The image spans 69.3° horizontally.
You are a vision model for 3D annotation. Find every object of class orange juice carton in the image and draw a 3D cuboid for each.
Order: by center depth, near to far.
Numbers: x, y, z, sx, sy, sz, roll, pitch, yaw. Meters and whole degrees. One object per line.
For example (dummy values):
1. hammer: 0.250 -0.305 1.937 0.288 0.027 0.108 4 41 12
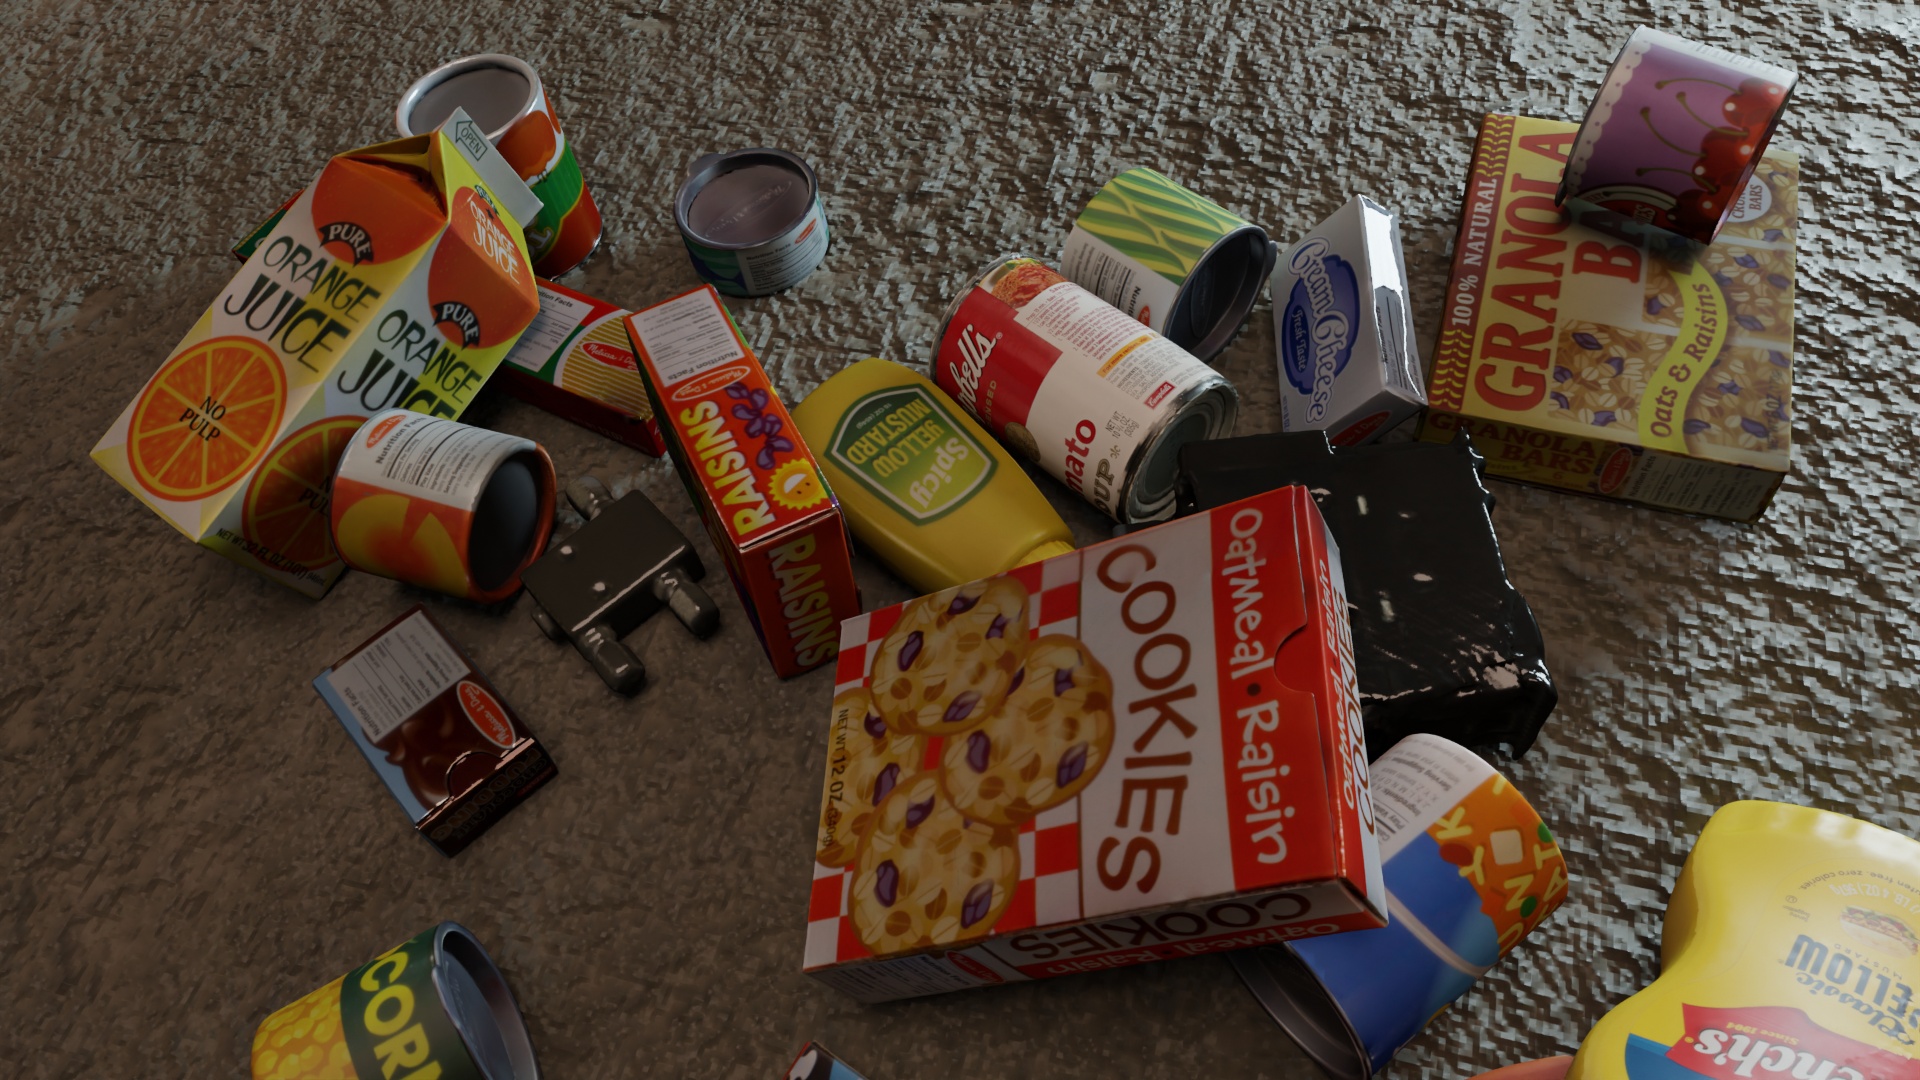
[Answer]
1. orange juice carton: -0.243 -0.081 0.561 0.073 0.071 0.193 30 79 22

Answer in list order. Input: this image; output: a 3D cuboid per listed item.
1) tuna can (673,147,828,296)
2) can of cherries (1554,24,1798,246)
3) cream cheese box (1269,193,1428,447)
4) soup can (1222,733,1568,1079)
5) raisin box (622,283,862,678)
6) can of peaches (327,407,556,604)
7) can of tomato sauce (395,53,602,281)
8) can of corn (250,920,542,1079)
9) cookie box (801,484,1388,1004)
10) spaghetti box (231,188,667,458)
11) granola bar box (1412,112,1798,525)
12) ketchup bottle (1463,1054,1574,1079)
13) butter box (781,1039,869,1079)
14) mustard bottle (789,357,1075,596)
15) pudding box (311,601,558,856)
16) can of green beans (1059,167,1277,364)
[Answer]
1. tuna can: -0.097 -0.147 0.637 0.071 0.032 0.071 -4 55 5
2. can of cherries: 0.268 -0.149 0.523 0.058 0.071 0.072 29 64 22
3. cream cheese box: 0.150 -0.082 0.546 0.024 0.053 0.104 23 52 -25
4. soup can: 0.127 0.110 0.413 0.084 0.071 0.071 -34 58 -16
5. raisin box: -0.079 -0.022 0.517 0.040 0.085 0.124 -23 56 -13
6. can of peaches: -0.198 -0.012 0.538 0.058 0.071 0.071 13 59 10
7. can of tomato sauce: -0.210 -0.167 0.636 0.071 0.082 0.071 -4 55 5
8. can of corn: -0.168 0.157 0.415 0.058 0.071 0.071 -27 57 -10
9. cookie box: 0.035 0.063 0.418 0.167 0.040 0.123 -18 49 27
10. spaghetti box: -0.222 -0.103 0.626 0.250 0.028 0.050 22 62 21
11. granola bar box: 0.256 -0.093 0.548 0.124 0.039 0.166 13 59 15
12. ketchup bottle: 0.162 0.213 0.349 0.065 0.043 0.149 -14 56 -6
13. butter box: -0.016 0.195 0.397 0.103 0.024 0.053 26 62 23
14. mustard bottle: 0.002 -0.006 0.517 0.065 0.048 0.160 -40 60 -17
15. pudding box: -0.192 0.068 0.505 0.050 0.030 0.084 -39 60 -19
16. can of green beans: 0.083 -0.111 0.568 0.071 0.071 0.058 -41 60 -19
